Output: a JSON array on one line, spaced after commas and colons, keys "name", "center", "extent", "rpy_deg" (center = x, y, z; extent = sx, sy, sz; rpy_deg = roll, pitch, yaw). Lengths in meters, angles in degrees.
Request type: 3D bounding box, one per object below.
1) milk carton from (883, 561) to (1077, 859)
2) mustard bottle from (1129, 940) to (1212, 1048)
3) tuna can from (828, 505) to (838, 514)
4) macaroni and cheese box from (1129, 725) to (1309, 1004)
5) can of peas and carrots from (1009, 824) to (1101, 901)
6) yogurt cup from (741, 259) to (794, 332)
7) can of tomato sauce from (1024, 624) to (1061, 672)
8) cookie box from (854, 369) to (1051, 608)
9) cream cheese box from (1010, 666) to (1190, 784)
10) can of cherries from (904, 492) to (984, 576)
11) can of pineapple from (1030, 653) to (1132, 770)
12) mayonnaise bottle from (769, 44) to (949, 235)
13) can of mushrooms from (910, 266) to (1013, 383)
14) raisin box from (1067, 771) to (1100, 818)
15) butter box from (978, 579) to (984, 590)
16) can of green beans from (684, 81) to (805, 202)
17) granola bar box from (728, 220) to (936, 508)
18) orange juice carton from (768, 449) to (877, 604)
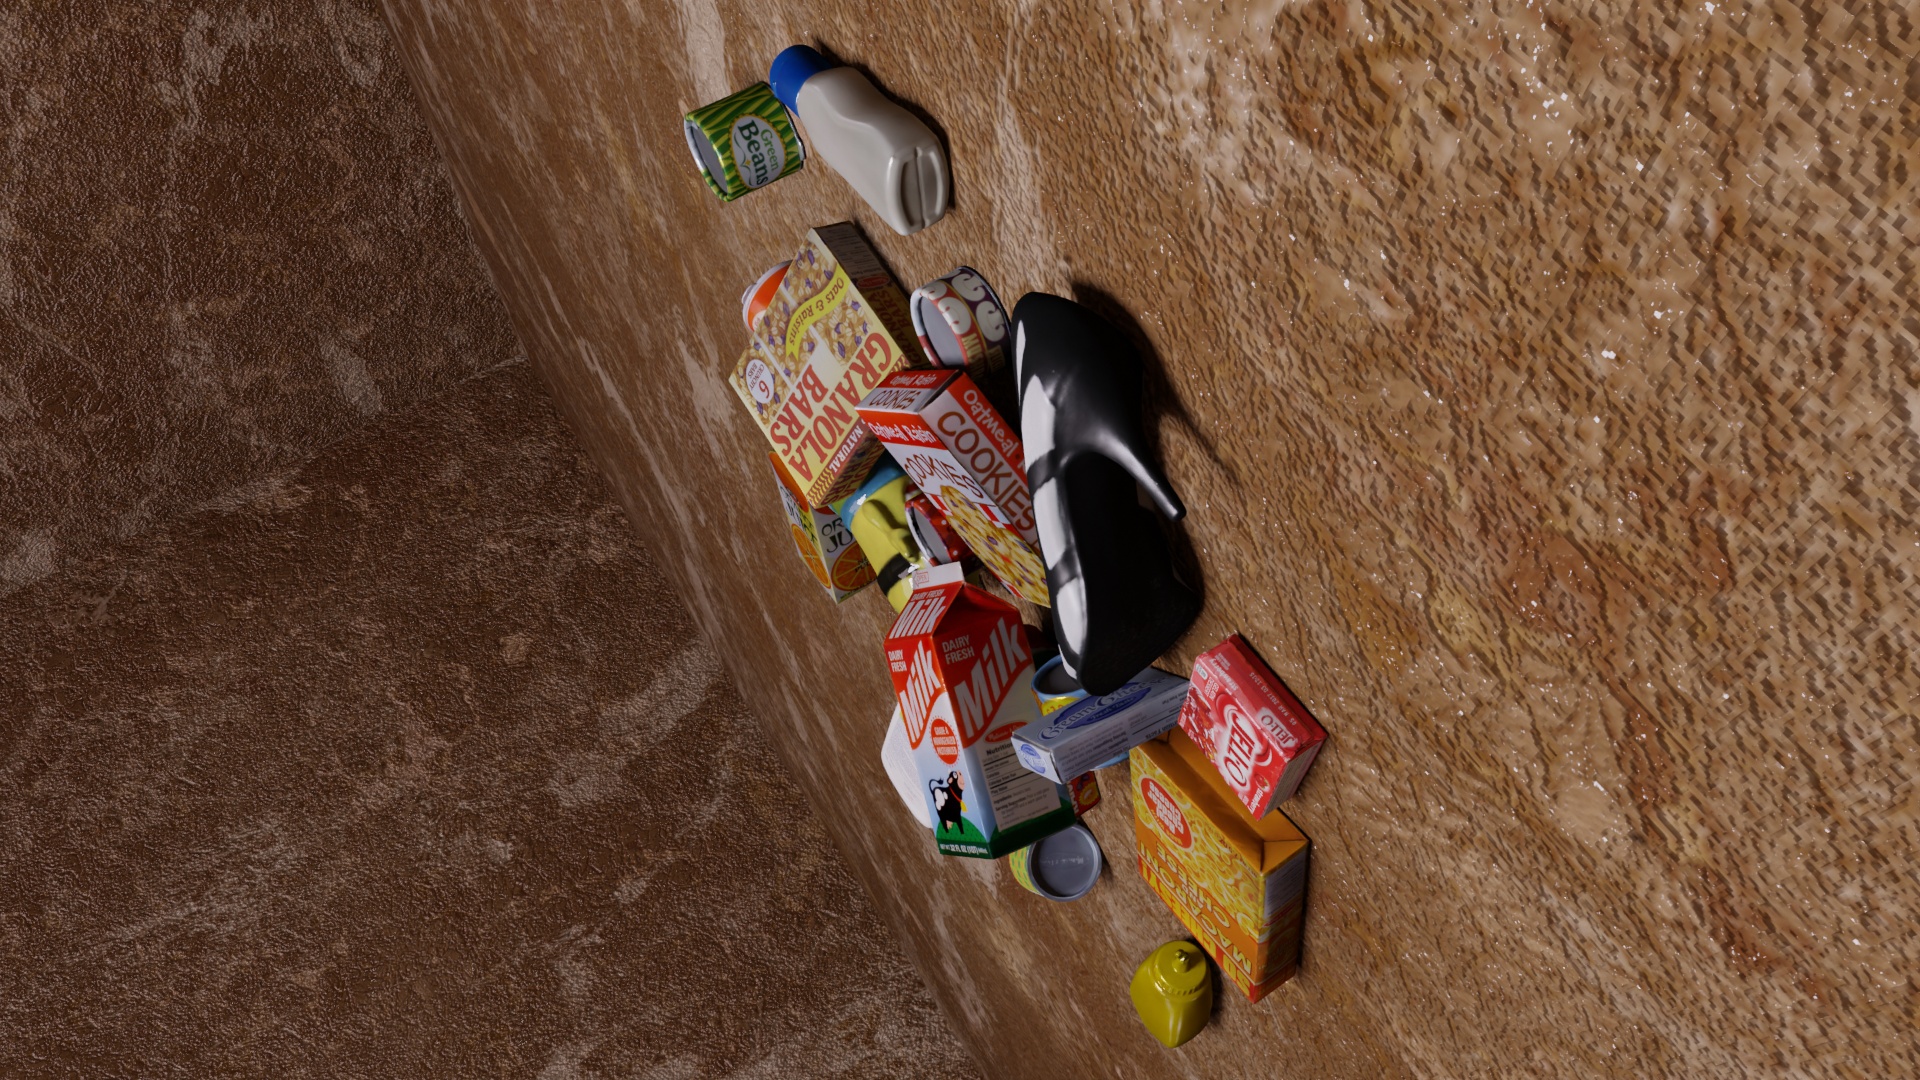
[{"name": "milk carton", "center": [0.007, 0.109, 0.932], "extent": [0.072, 0.074, 0.190], "rpy_deg": [-15, 90, 59]}, {"name": "mustard bottle", "center": [0.169, 0.349, 1.090], "extent": [0.065, 0.049, 0.159], "rpy_deg": [51, 160, 28]}, {"name": "tuna can", "center": [-0.086, -0.053, 1.141], "extent": [0.033, 0.071, 0.070], "rpy_deg": [43, 156, 43]}, {"name": "macaroni and cheese box", "center": [0.162, 0.201, 0.880], "extent": [0.124, 0.040, 0.165], "rpy_deg": [46, 158, 39]}, {"name": "can of peas and carrots", "center": [0.080, 0.271, 1.193], "extent": [0.071, 0.071, 0.058], "rpy_deg": [60, 164, 0]}, {"name": "yogurt cup", "center": [-0.122, -0.170, 1.052], "extent": [0.054, 0.072, 0.072], "rpy_deg": [44, 158, 21]}, {"name": "can of tomato sauce", "center": [0.056, 0.110, 0.996], "extent": [0.083, 0.071, 0.070], "rpy_deg": [48, 160, 36]}, {"name": "cookie box", "center": [0.017, -0.031, 0.852], "extent": [0.167, 0.040, 0.123], "rpy_deg": [50, 168, -19]}, {"name": "cream cheese box", "center": [0.087, 0.109, 0.832], "extent": [0.053, 0.104, 0.024], "rpy_deg": [10, 121, 67]}, {"name": "can of cherries", "center": [0.003, -0.012, 0.955], "extent": [0.071, 0.058, 0.071], "rpy_deg": [53, 162, 25]}, {"name": "can of pineapple", "center": [0.085, 0.108, 0.898], "extent": [0.071, 0.071, 0.057], "rpy_deg": [21, 138, 64]}, {"name": "mayonnaise bottle", "center": [-0.061, -0.238, 0.799], "extent": [0.148, 0.041, 0.064], "rpy_deg": [50, 159, 34]}, {"name": "can of mushrooms", "center": [0.002, -0.123, 0.819], "extent": [0.071, 0.033, 0.070], "rpy_deg": [52, 161, 27]}, {"name": "raisin box", "center": [0.061, 0.153, 1.094], "extent": [0.086, 0.040, 0.122], "rpy_deg": [39, 154, 48]}, {"name": "butter box", "center": [0.004, 0.048, 1.115], "extent": [0.103, 0.024, 0.053], "rpy_deg": [64, 162, -14]}, {"name": "can of green beans", "center": [-0.151, -0.277, 0.966], "extent": [0.071, 0.058, 0.071], "rpy_deg": [52, 161, 26]}, {"name": "granola bar box", "center": [-0.088, -0.119, 0.966], "extent": [0.124, 0.039, 0.164], "rpy_deg": [55, 138, 14]}, {"name": "orange juice carton", "center": [-0.112, -0.038, 1.227], "extent": [0.073, 0.072, 0.191], "rpy_deg": [48, 160, 34]}]
